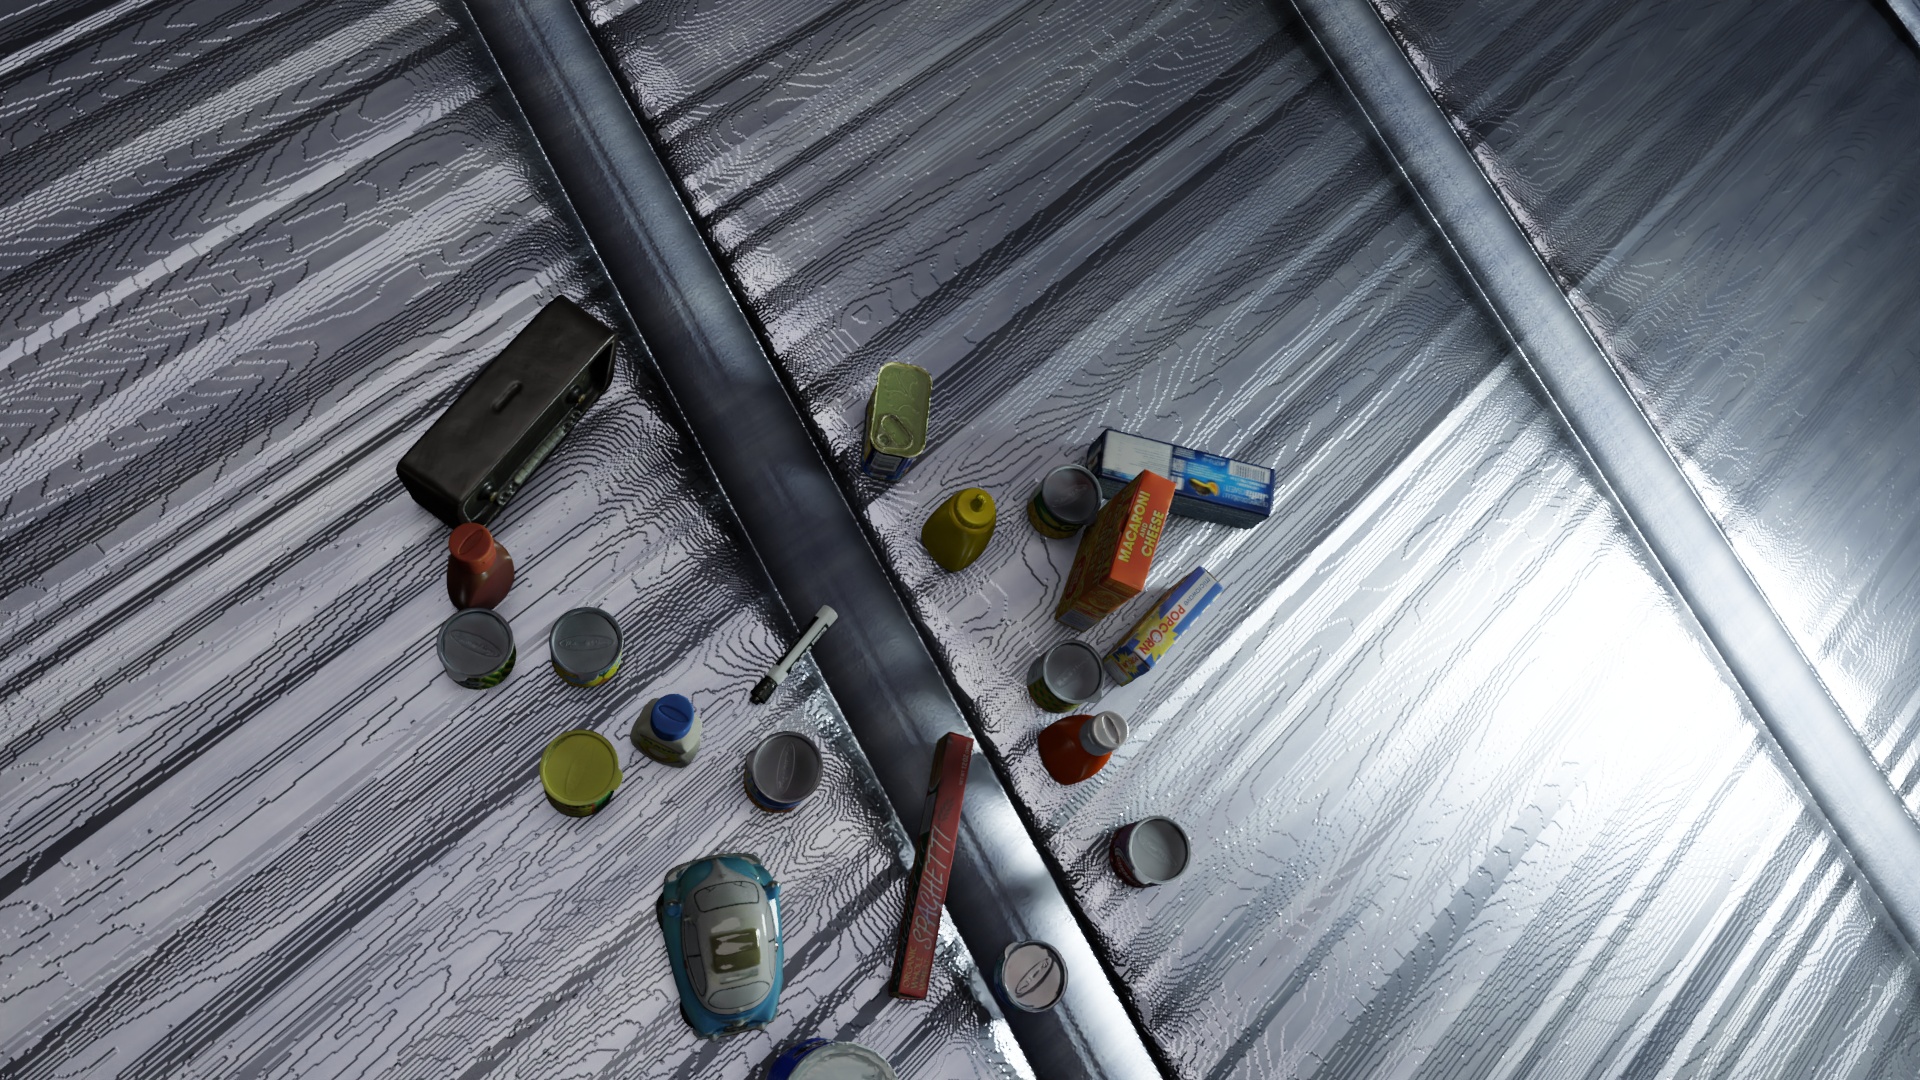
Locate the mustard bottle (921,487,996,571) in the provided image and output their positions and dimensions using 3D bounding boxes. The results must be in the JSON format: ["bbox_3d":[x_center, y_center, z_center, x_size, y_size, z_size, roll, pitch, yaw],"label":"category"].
[{"bbox_3d":[0.005,-0.017,1.381,0.049,0.159,0.065,-41,86,-22],"label":"mustard bottle"}]

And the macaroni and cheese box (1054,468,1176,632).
[{"bbox_3d":[0.154,0.013,1.407,0.040,0.166,0.124,24,68,-6],"label":"macaroni and cheese box"}]

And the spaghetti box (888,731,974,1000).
[{"bbox_3d":[-0.028,0.309,1.323,0.029,0.050,0.251,15,69,-10],"label":"spaghetti box"}]

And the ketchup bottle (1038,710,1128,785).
[{"bbox_3d":[0.120,0.197,1.346,0.044,0.148,0.065,-22,79,-20],"label":"ketchup bottle"}]

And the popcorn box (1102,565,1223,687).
[{"bbox_3d":[0.208,0.089,1.440,0.038,0.085,0.127,45,67,3],"label":"popcorn box"}]

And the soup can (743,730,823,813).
[{"bbox_3d":[-0.169,0.217,1.298,0.071,0.083,0.071,5,71,-13],"label":"soup can"}]

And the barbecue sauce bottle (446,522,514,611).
[{"bbox_3d":[-0.437,0.024,1.257,0.043,0.148,0.065,38,67,0],"label":"barbecue sauce bottle"}]

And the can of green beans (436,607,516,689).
[{"bbox_3d":[-0.445,0.100,1.278,0.071,0.057,0.071,5,71,-13],"label":"can of green beans"}]

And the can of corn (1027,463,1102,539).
[{"bbox_3d":[0.111,-0.038,1.472,0.071,0.058,0.071,5,71,-13],"label":"can of corn"}]

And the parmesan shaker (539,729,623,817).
[{"bbox_3d":[-0.339,0.212,1.244,0.071,0.102,0.071,5,71,-13],"label":"parmesan shaker"}]

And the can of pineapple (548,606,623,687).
[{"bbox_3d":[-0.351,0.102,1.302,0.071,0.057,0.071,5,71,-13],"label":"can of pineapple"}]

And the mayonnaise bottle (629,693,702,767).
[{"bbox_3d":[-0.264,0.170,1.254,0.065,0.147,0.041,27,68,-5],"label":"mayonnaise bottle"}]

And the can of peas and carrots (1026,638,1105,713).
[{"bbox_3d":[0.108,0.141,1.411,0.071,0.058,0.071,5,71,-13],"label":"can of peas and carrots"}]

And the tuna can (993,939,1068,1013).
[{"bbox_3d":[0.065,0.413,1.322,0.071,0.032,0.071,5,71,-13],"label":"tuna can"}]

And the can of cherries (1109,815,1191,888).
[{"bbox_3d":[0.185,0.310,1.374,0.071,0.058,0.071,5,71,-13],"label":"can of cherries"}]
